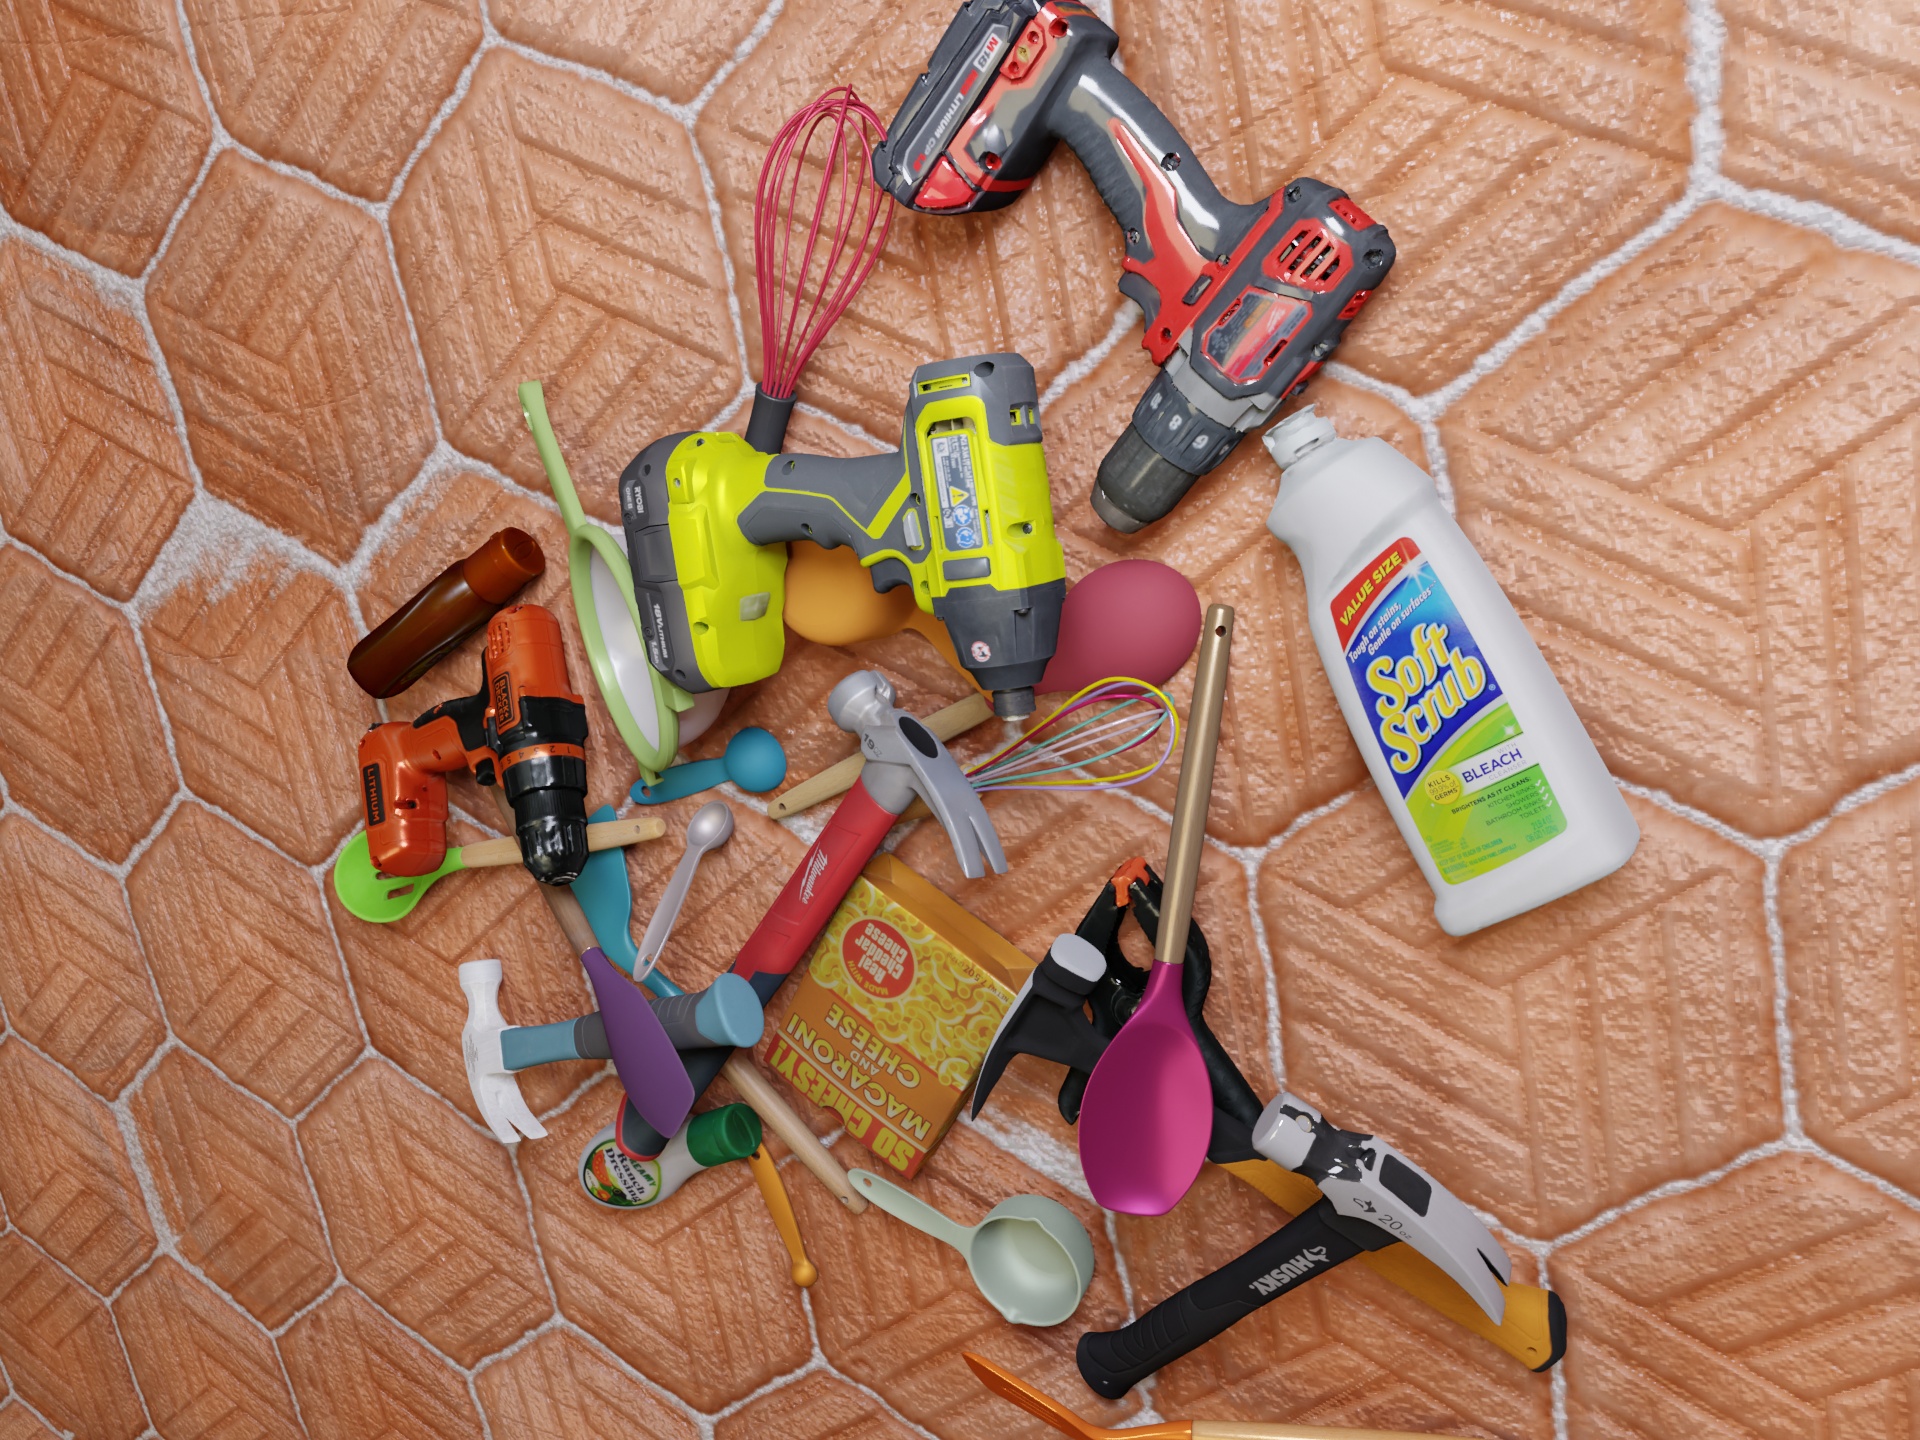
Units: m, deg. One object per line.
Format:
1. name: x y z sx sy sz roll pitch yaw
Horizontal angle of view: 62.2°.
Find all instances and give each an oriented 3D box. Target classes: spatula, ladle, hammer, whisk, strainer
1. spatula: -0.244 0.131 1.005 0.316 0.018 0.059 52 124 34
2. ladle: -0.001 -0.003 0.898 0.315 0.031 0.069 -27 94 34
3. hammer: -0.110 0.156 0.953 0.143 0.038 0.386 53 125 29
4. hammer: -0.235 0.202 1.029 0.331 0.033 0.128 -18 76 45
5. whisk: 0.021 0.024 0.877 0.245 0.051 0.047 -20 128 41
6. hammer: 0.168 0.250 0.859 0.337 0.034 0.127 31 120 7
7. spatula: -0.165 0.200 1.059 0.317 0.044 0.082 49 121 0
8. whisk: -0.095 -0.197 0.865 0.073 0.073 0.295 31 124 16
9. hammer: 0.153 0.313 0.863 0.146 0.035 0.334 33 138 0
10. strainer: -0.195 -0.097 0.953 0.256 0.069 0.151 67 156 13
11. spatula: 0.159 0.403 0.916 0.322 0.041 0.080 -2 142 14

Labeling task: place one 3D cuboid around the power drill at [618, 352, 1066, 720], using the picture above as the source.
1. power drill: -0.056 -0.081 0.799 0.223 0.080 0.171 -3 99 31

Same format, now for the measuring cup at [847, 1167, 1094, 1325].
1. measuring cup: 0.007 0.313 0.995 0.168 0.038 0.083 22 116 23

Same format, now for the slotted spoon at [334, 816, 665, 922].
1. slotted spoon: -0.321 0.093 1.096 0.314 0.031 0.070 -11 85 32

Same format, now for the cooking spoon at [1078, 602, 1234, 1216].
1. cooking spoon: 0.111 0.098 0.818 0.069 0.017 0.319 8 93 1

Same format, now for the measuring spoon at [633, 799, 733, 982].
1. measuring spoon: -0.171 0.108 0.990 0.034 0.124 0.018 2 152 43

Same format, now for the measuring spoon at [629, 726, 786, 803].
1. measuring spoon: -0.166 0.037 1.001 0.128 0.021 0.042 -16 99 31

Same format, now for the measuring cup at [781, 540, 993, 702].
1. measuring cup: -0.039 -0.058 0.866 0.174 0.052 0.095 43 119 22

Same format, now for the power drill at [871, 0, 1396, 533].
1. power drill: 0.067 -0.218 0.758 0.227 0.080 0.187 43 122 6

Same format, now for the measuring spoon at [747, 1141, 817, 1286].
1. measuring spoon: -0.126 0.337 1.089 0.021 0.011 0.117 -15 99 32
